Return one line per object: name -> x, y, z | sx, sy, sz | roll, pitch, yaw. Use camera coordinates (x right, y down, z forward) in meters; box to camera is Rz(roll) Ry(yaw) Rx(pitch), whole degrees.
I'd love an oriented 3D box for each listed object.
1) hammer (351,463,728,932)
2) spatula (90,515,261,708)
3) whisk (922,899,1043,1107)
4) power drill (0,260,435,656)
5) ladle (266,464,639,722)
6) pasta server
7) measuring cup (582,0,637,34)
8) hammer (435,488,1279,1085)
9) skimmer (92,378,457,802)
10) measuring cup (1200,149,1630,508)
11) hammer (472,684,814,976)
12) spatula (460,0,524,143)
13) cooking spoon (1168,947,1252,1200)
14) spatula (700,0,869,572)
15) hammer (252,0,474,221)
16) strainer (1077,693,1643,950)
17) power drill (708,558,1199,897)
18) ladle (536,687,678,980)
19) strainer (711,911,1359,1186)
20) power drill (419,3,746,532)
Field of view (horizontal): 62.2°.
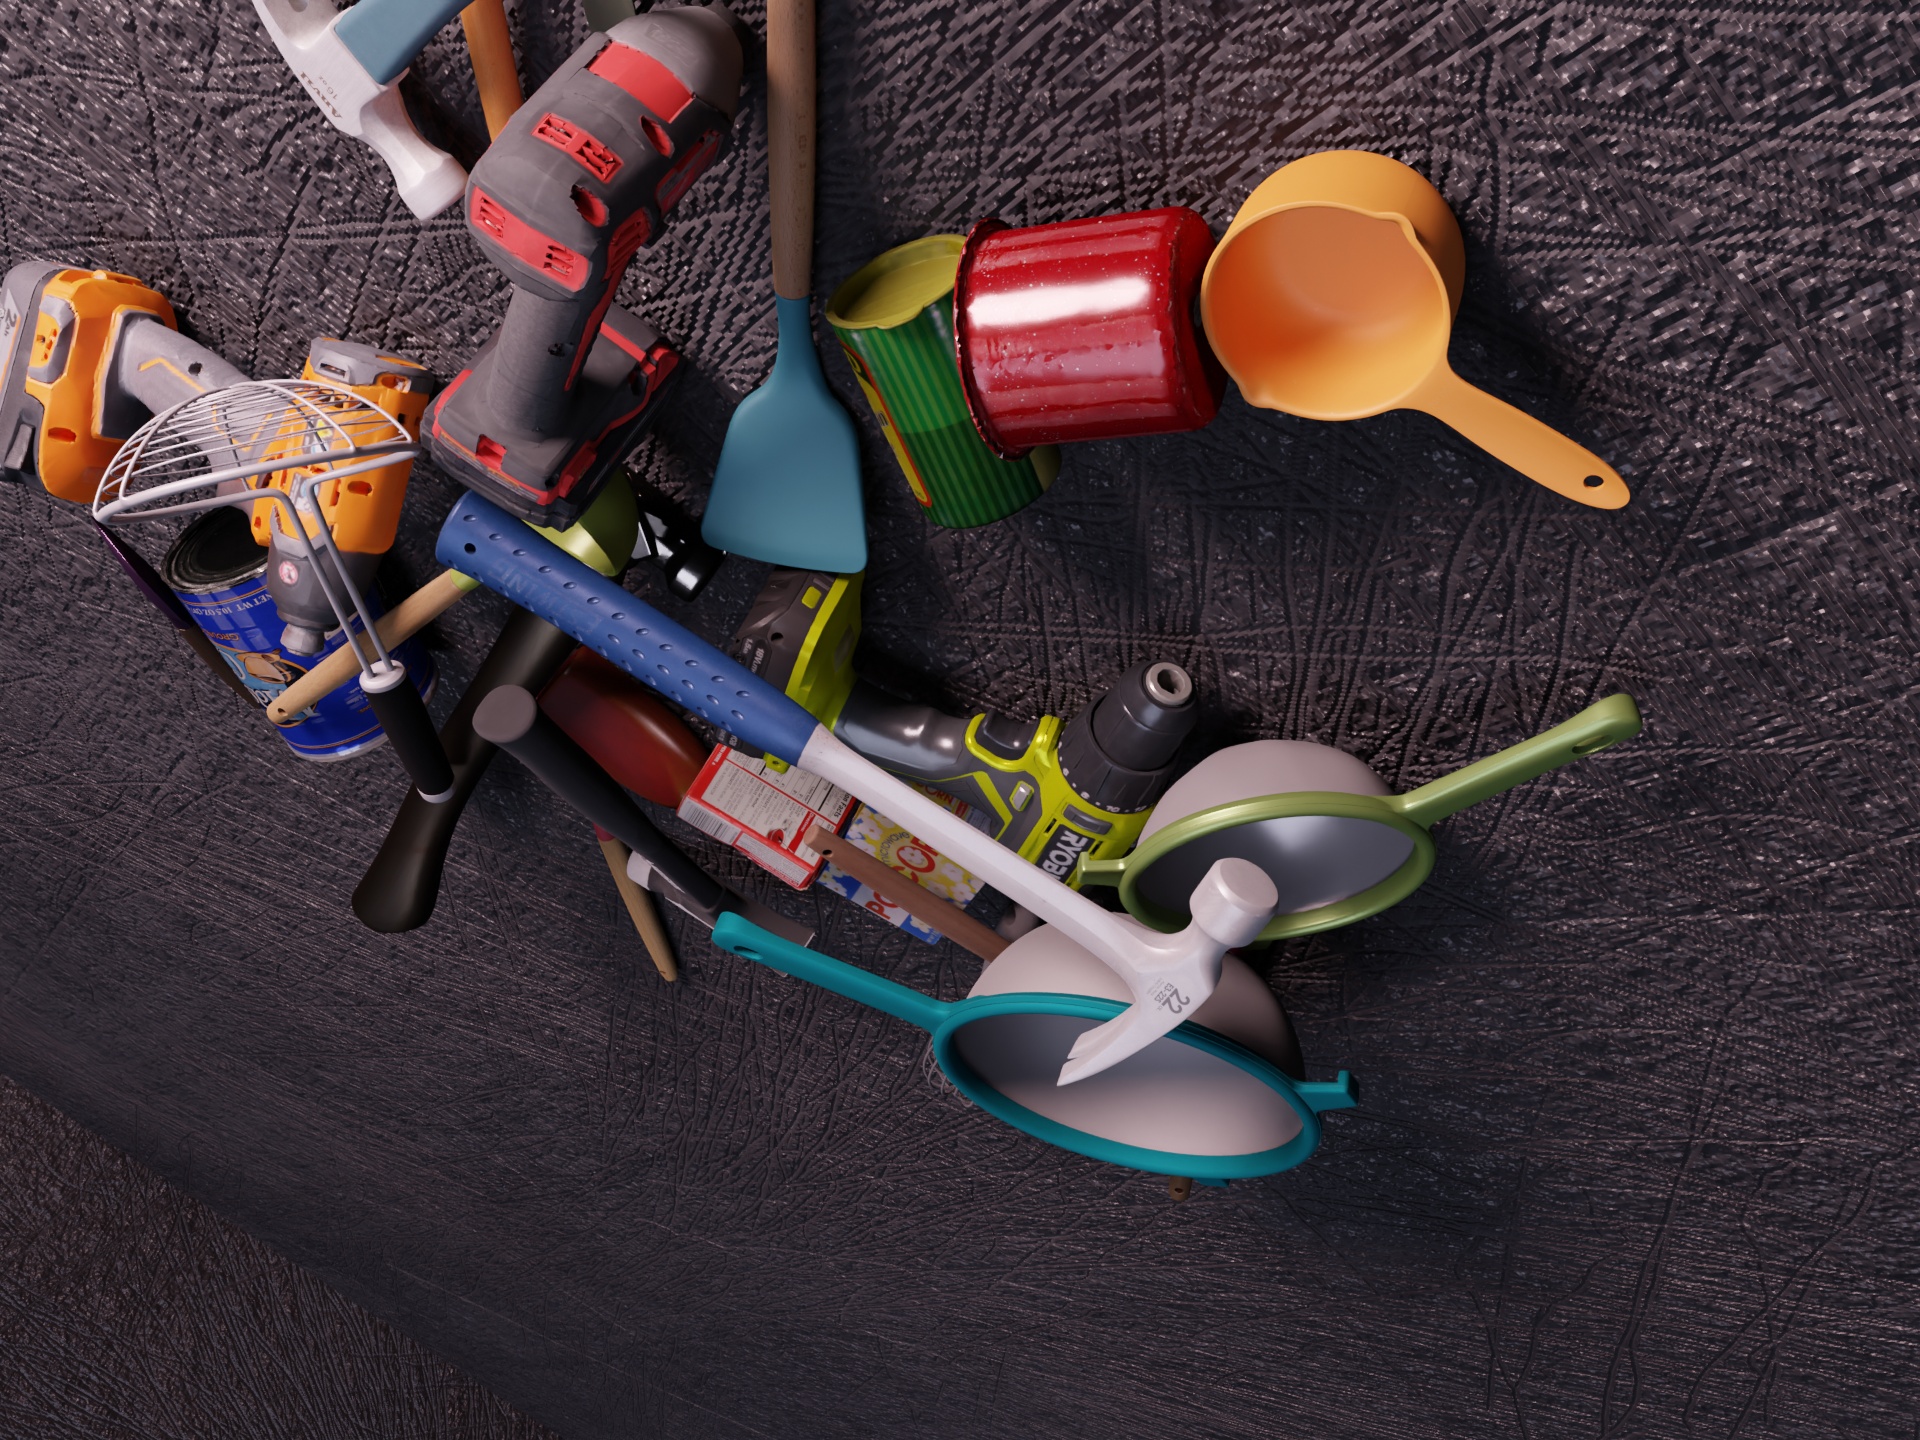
hammer -> -0.288, -0.004, 0.933 | 0.146, 0.038, 0.410 | 36, 127, -8
spatula -> -0.485, -0.058, 1.008 | 0.060, 0.018, 0.315 | 49, 163, 6
whisk -> 0.018, 0.184, 1.042 | 0.055, 0.055, 0.238 | 24, 137, 5
power drill -> -0.397, -0.139, 0.836 | 0.226, 0.084, 0.164 | 20, 100, 12
ladle -> -0.284, -0.057, 0.837 | 0.320, 0.062, 0.078 | -26, 116, 33
pasta server -> 0.029, 0.146, 0.948 | 0.316, 0.040, 0.060 | 36, 116, -30
measuring cup -> -0.131, -0.308, 0.577 | 0.083, 0.038, 0.167 | 10, 159, 2
hammer -> -0.063, 0.022, 0.730 | 0.405, 0.035, 0.144 | 32, 123, 2
skimmer -> -0.292, -0.032, 0.766 | 0.127, 0.090, 0.363 | -16, 150, -12
measuring cup -> 0.171, -0.137, 0.573 | 0.173, 0.052, 0.095 | 30, 142, -6
hammer -> -0.188, 0.065, 0.929 | 0.146, 0.035, 0.334 | 28, 164, 22
spatula -> -0.186, -0.320, 0.602 | 0.081, 0.041, 0.322 | 18, 146, 10
cooking spoon -> 0.143, 0.190, 0.956 | 0.069, 0.017, 0.318 | 9, 130, 12
spatula -> -0.071, -0.194, 0.658 | 0.082, 0.044, 0.317 | 11, 139, 5
hammer -> -0.168, -0.273, 0.559 | 0.331, 0.033, 0.128 | 0, 136, 51
strainer -> 0.186, 0.028, 0.741 | 0.256, 0.069, 0.151 | -30, 141, 35
power drill -> -0.001, -0.003, 0.812 | 0.228, 0.080, 0.190 | 25, 144, -1
ladle -> -0.239, 0.093, 1.108 | 0.069, 0.031, 0.315 | 12, 142, 18
strainer -> 0.038, 0.143, 0.870 | 0.340, 0.095, 0.211 | 22, 148, -2
power drill -> -0.149, -0.185, 0.647 | 0.078, 0.143, 0.219 | 32, 149, -7
